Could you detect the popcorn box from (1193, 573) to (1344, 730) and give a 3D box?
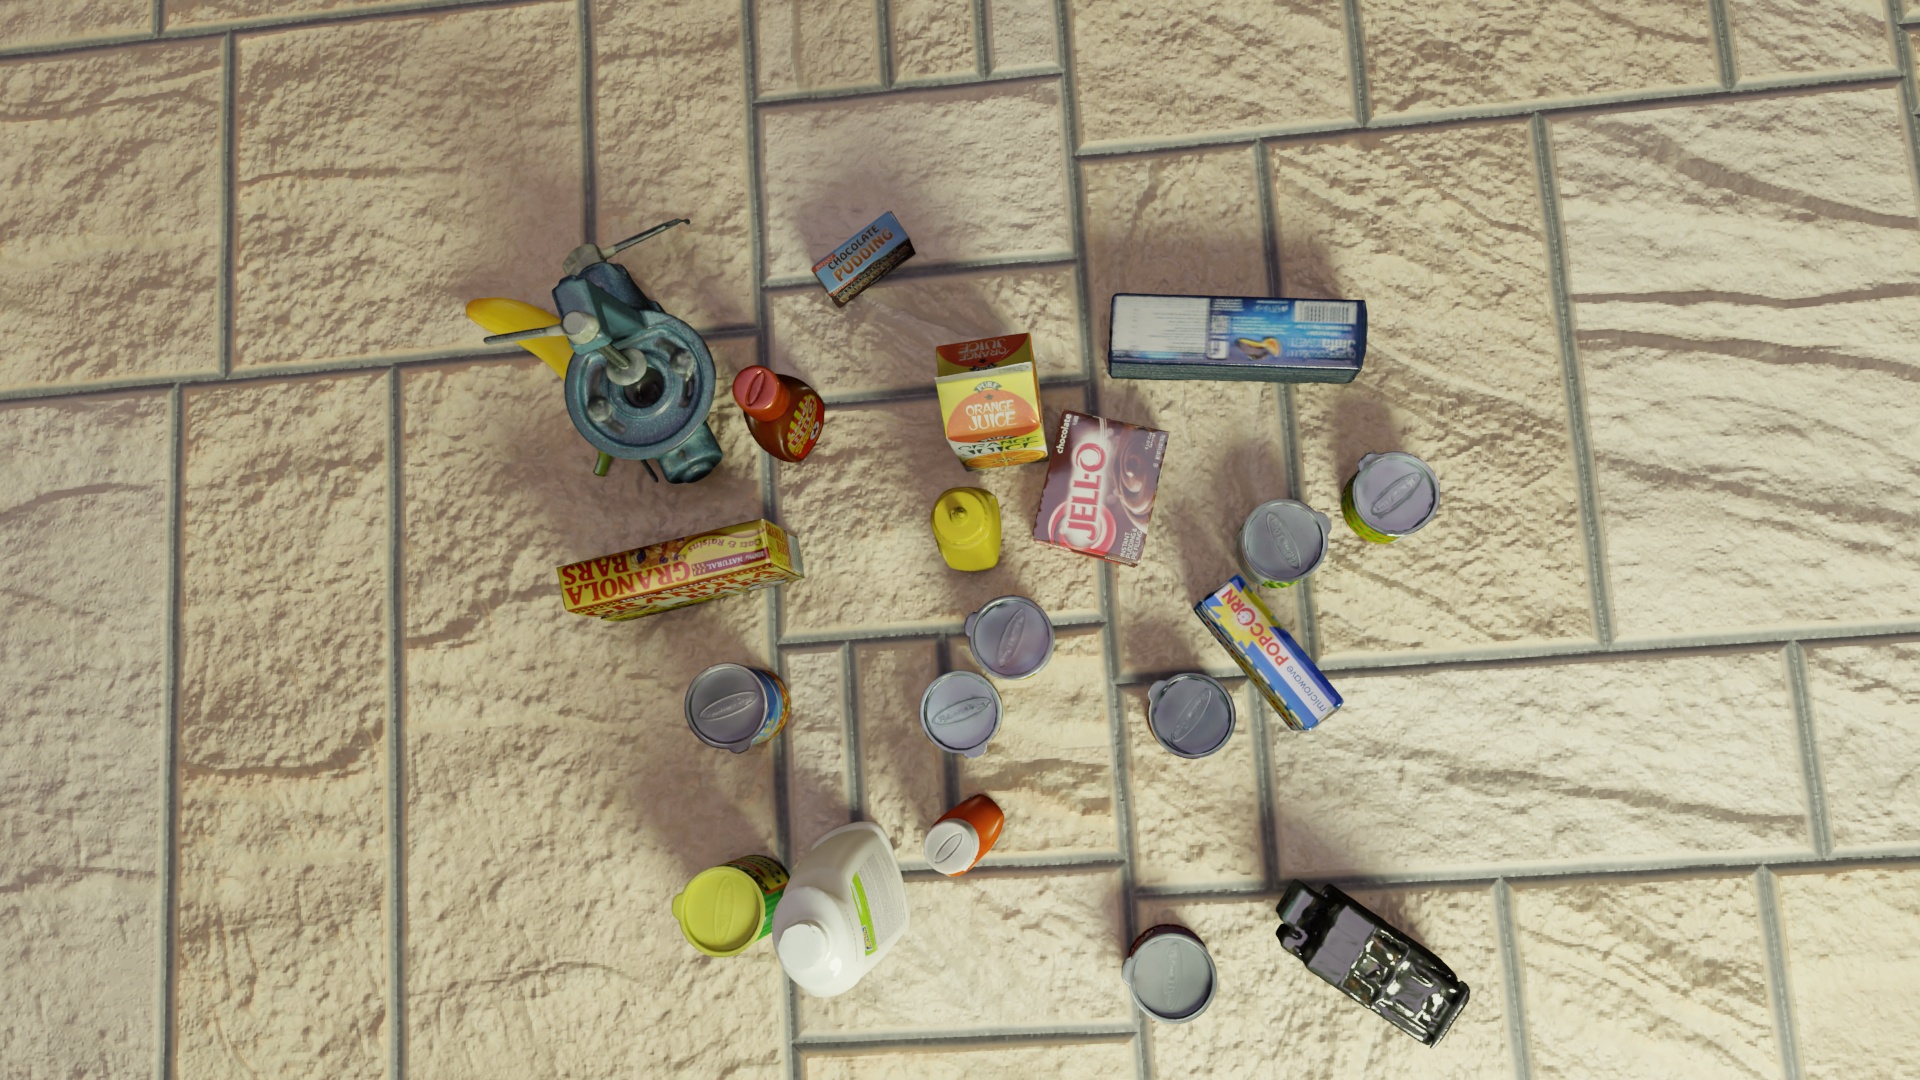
[{"bbox_3d":[0.237,0.088,1.076,0.038,0.085,0.127,-38,80,0],"label":"popcorn box"}]

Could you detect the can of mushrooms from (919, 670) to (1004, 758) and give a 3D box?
[{"bbox_3d":[0.002,0.140,1.118,0.071,0.033,0.071,-1,82,6],"label":"can of mushrooms"}]

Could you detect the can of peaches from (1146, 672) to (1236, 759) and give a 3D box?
[{"bbox_3d":[0.178,0.136,1.089,0.071,0.058,0.071,-1,82,6],"label":"can of peaches"}]

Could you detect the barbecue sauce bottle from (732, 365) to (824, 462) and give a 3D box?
[{"bbox_3d":[-0.146,-0.105,1.109,0.044,0.148,0.065,21,85,8],"label":"barbecue sauce bottle"}]

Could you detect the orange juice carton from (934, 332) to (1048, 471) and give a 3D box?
[{"bbox_3d":[0.025,-0.108,1.070,0.072,0.192,0.073,-7,82,5],"label":"orange juice carton"}]

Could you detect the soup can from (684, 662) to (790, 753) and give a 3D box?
[{"bbox_3d":[-0.176,0.135,1.111,0.071,0.083,0.071,-1,83,6],"label":"soup can"}]

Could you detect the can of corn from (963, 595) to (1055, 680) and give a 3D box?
[{"bbox_3d":[0.040,0.078,1.111,0.071,0.058,0.071,-1,82,6],"label":"can of corn"}]

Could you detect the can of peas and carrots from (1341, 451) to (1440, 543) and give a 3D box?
[{"bbox_3d":[0.336,-0.034,1.096,0.071,0.058,0.071,-1,82,6],"label":"can of peas and carrots"}]

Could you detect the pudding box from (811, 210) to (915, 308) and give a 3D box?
[{"bbox_3d":[-0.081,-0.237,1.170,0.084,0.049,0.030,-36,81,0],"label":"pudding box"}]

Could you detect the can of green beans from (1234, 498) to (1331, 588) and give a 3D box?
[{"bbox_3d":[0.253,0.003,1.100,0.071,0.058,0.071,-1,82,6],"label":"can of green beans"}]

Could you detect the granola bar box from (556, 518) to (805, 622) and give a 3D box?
[{"bbox_3d":[-0.218,0.027,1.110,0.165,0.124,0.039,-13,82,4],"label":"granola bar box"}]

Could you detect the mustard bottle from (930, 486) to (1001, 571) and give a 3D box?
[{"bbox_3d":[0.004,-0.013,1.075,0.049,0.160,0.065,0,83,6],"label":"mustard bottle"}]

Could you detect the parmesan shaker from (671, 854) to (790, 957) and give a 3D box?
[{"bbox_3d":[-0.175,0.281,1.081,0.071,0.103,0.071,-1,83,6],"label":"parmesan shaker"}]

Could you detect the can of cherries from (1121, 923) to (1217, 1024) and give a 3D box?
[{"bbox_3d":[0.159,0.329,1.064,0.071,0.058,0.071,-1,82,6],"label":"can of cherries"}]

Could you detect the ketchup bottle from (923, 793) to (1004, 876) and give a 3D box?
[{"bbox_3d":[0.000,0.226,1.048,0.043,0.148,0.065,42,89,9],"label":"ketchup bottle"}]
